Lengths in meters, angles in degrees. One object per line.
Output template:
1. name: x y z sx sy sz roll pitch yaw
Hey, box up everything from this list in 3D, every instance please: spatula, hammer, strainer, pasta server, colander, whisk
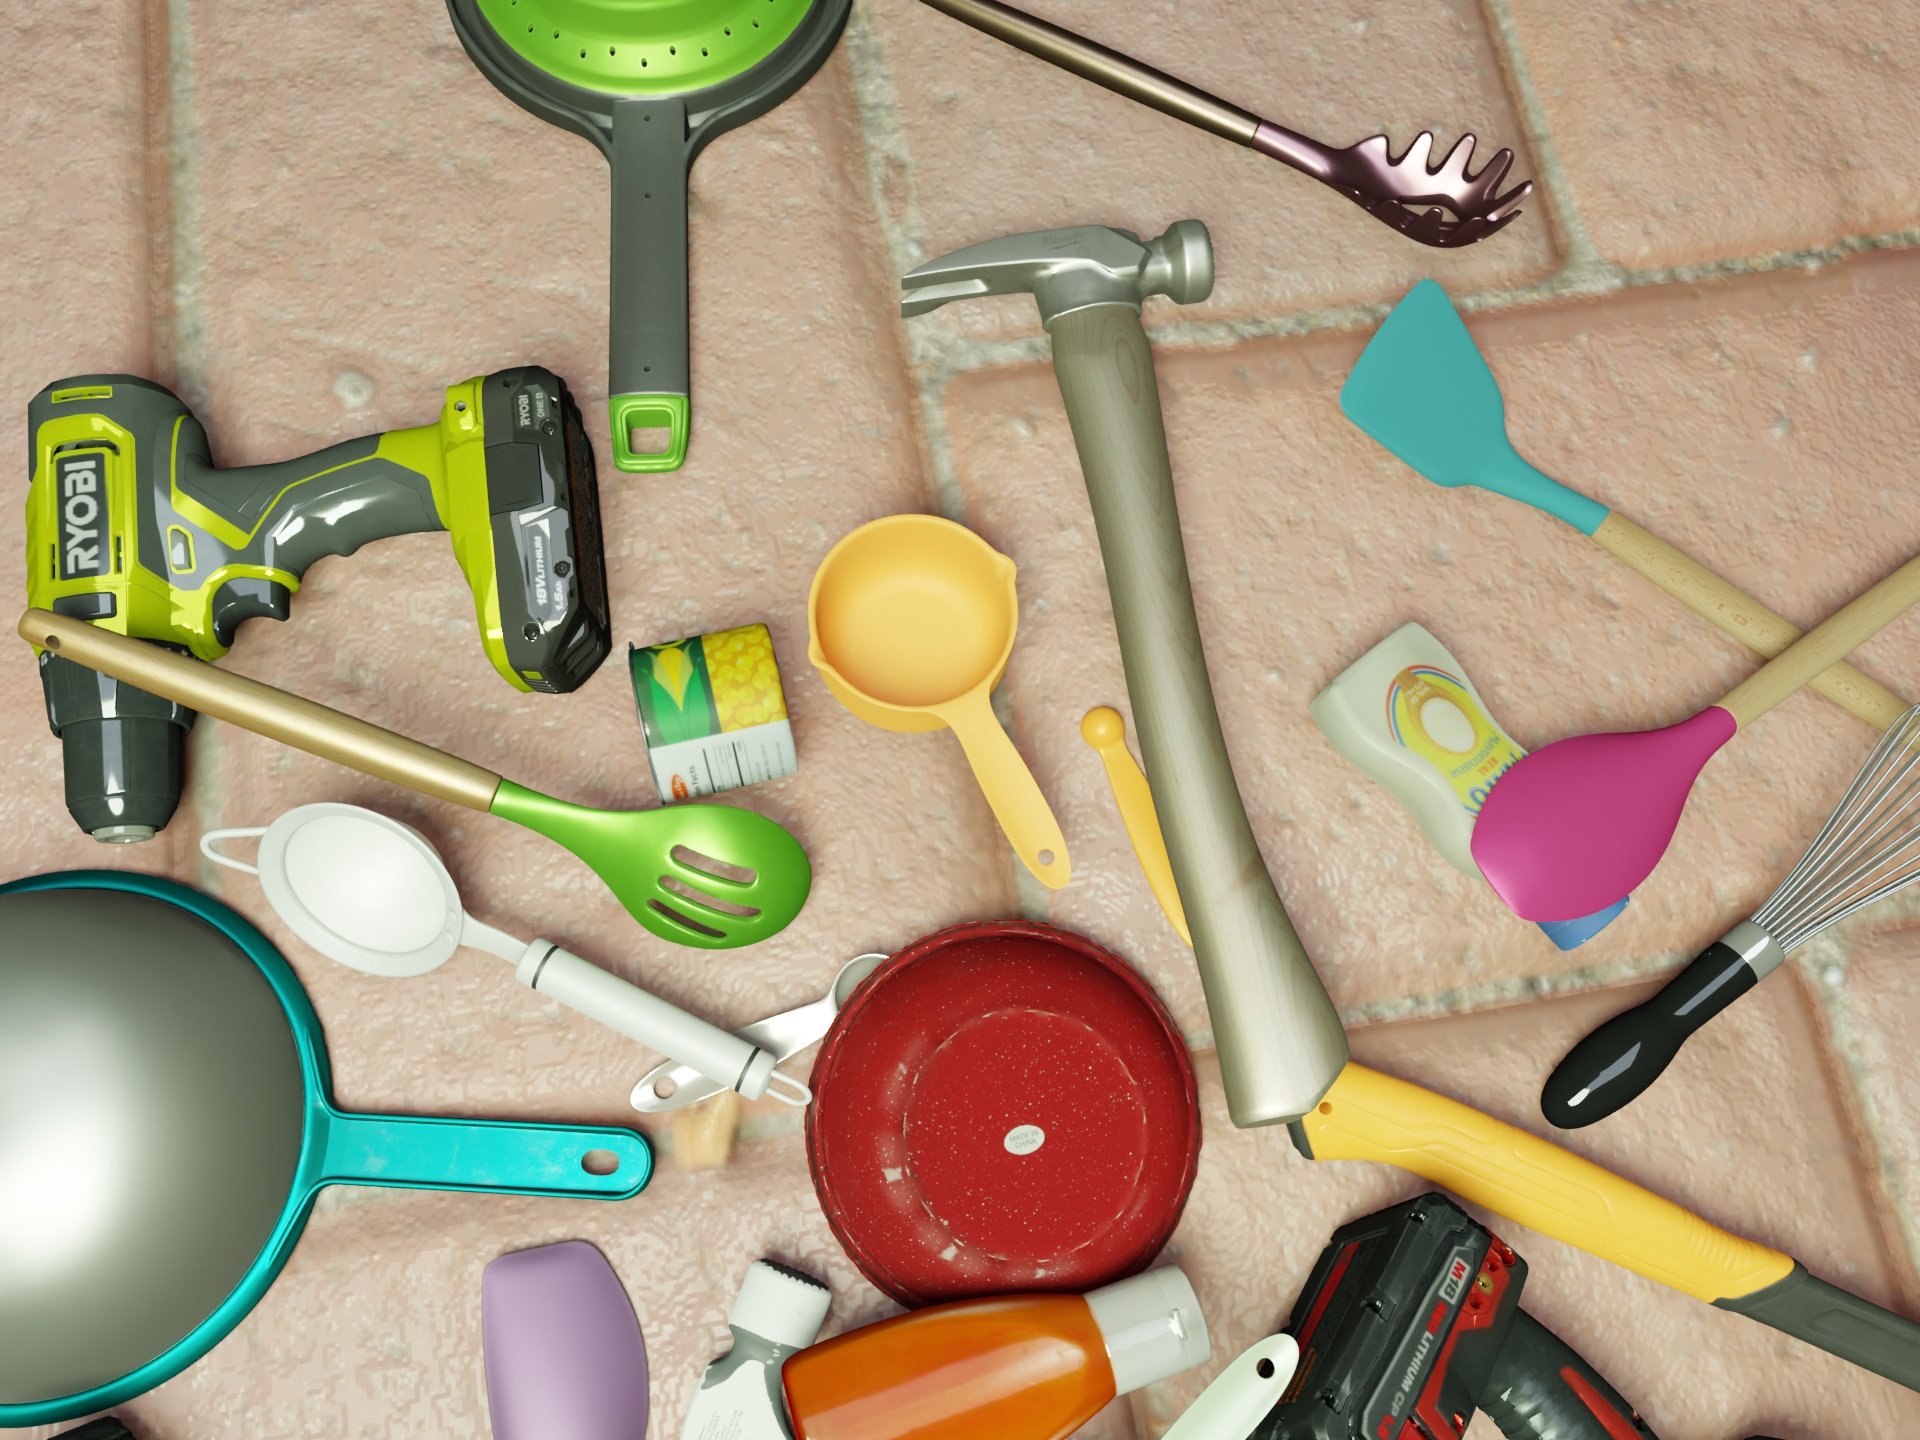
1. spatula: -0.130 0.353 0.575 0.059 0.018 0.316 -6 73 -16
2. hammer: 0.076 -0.035 0.677 0.146 0.038 0.411 -9 69 -4
3. hammer: 0.289 0.202 0.620 0.337 0.034 0.127 22 98 7
4. strainer: -0.289 0.155 0.586 0.340 0.095 0.211 3 73 -1
5. pasta server: 0.122 -0.304 0.778 0.316 0.040 0.060 26 61 6
6. strainer: -0.174 0.093 0.632 0.258 0.086 0.050 26 34 4
7. spatula: 0.314 -0.077 0.716 0.317 0.044 0.082 35 74 6
8. hammer: 0.083 0.345 0.581 0.409 0.036 0.149 21 74 3
9. colander: -0.148 -0.310 0.735 0.204 0.094 0.397 -2 73 -4
10. whisk: 0.352 0.076 0.660 0.284 0.070 0.070 -38 79 -3

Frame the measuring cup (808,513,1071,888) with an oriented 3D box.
1. measuring cup: -0.001 -0.002 0.673 0.095 0.052 0.174 -26 78 -10

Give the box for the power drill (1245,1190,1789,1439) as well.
1. power drill: 0.212 0.301 0.564 0.227 0.080 0.188 36 61 5

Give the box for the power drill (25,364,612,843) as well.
1. power drill: -0.269 -0.055 0.662 0.228 0.080 0.191 -7 78 -3

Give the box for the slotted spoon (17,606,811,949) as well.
1. slotted spoon: -0.207 0.022 0.620 0.313 0.031 0.070 22 113 -10

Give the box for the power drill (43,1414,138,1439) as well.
1. power drill: -0.270 0.359 0.538 0.220 0.078 0.143 39 75 5

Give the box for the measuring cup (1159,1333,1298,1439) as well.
1. measuring cup: 0.056 0.278 0.561 0.167 0.038 0.083 -40 81 -14

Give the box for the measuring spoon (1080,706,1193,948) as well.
1. measuring spoon: 0.082 0.045 0.682 0.021 0.011 0.117 -22 76 -9

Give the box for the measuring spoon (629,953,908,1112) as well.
1. measuring spoon: -0.077 0.130 0.650 0.124 0.018 0.034 -23 83 -3

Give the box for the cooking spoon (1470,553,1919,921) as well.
1. cooking spoon: 0.345 -0.013 0.682 0.319 0.017 0.069 -31 78 -16
